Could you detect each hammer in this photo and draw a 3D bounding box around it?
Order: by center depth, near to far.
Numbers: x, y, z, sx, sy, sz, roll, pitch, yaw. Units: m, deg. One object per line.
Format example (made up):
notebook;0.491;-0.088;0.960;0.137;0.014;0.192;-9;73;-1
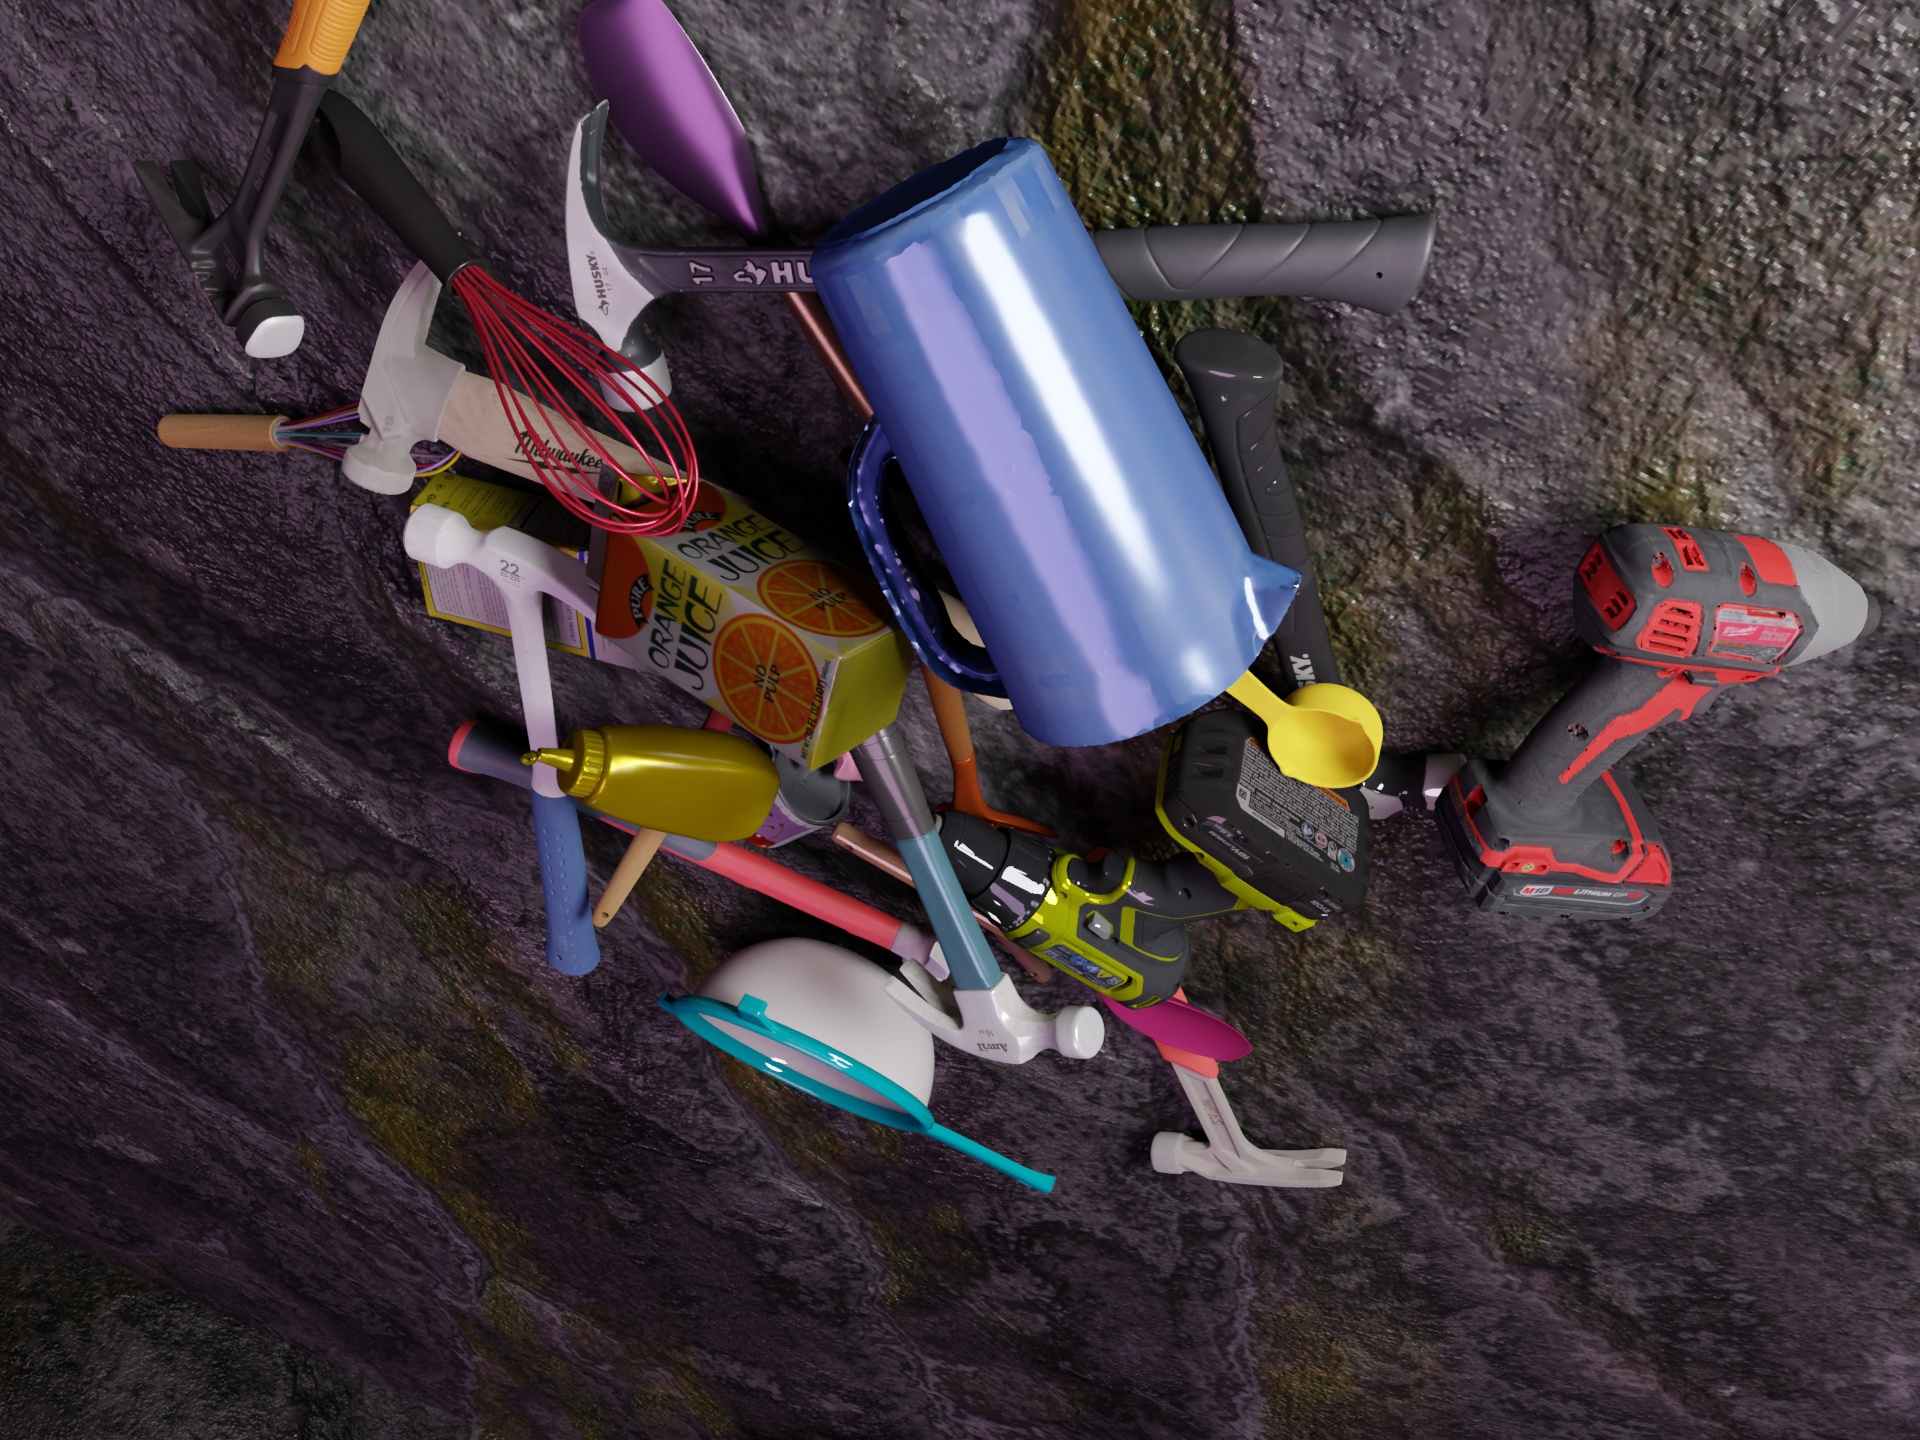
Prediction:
hammer;0.005;-0.213;0.730;0.409;0.036;0.149;3;131;15
hammer;-0.301;-0.326;0.740;0.336;0.034;0.127;-42;78;39
hammer;0.163;-0.059;0.810;0.146;0.035;0.334;-2;140;25
hammer;-0.126;-0.118;0.884;0.410;0.038;0.146;24;114;-9
hammer;-0.030;0.051;0.900;0.128;0.033;0.331;-9;111;39
hammer;-0.265;0.040;1.041;0.144;0.035;0.405;19;137;11
hammer;-0.180;0.086;1.105;0.386;0.038;0.143;24;164;3
hammer;0.162;0.221;1.128;0.149;0.037;0.358;-4;132;27

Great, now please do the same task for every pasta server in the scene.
pasta server;-0.020;0.088;1.055;0.060;0.040;0.315;-2;138;39

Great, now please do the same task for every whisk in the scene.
whisk;-0.231;-0.203;0.780;0.296;0.073;0.073;49;137;7
whisk;-0.389;-0.176;0.957;0.245;0.051;0.047;6;115;24

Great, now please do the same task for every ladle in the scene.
ladle;-0.173;0.031;1.026;0.069;0.031;0.315;27;122;-14

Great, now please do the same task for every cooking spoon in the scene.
cooking spoon;0.055;0.148;1.055;0.318;0.017;0.068;30;147;-9

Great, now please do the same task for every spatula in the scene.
spatula;-0.084;-0.214;0.794;0.060;0.018;0.315;-17;124;30
spatula;-0.001;-0.003;0.914;0.081;0.041;0.322;9;148;16

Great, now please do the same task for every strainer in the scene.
strainer;-0.050;0.252;1.207;0.340;0.095;0.211;32;158;-21

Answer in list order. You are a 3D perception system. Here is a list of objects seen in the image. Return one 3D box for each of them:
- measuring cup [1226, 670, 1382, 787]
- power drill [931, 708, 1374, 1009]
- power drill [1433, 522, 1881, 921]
measuring cup;0.152;-0.024;0.819;0.156;0.029;0.062;38;140;-8
power drill;0.101;0.081;0.918;0.190;0.080;0.228;33;141;-22
power drill;0.338;0.001;0.782;0.143;0.079;0.219;4;134;-13
